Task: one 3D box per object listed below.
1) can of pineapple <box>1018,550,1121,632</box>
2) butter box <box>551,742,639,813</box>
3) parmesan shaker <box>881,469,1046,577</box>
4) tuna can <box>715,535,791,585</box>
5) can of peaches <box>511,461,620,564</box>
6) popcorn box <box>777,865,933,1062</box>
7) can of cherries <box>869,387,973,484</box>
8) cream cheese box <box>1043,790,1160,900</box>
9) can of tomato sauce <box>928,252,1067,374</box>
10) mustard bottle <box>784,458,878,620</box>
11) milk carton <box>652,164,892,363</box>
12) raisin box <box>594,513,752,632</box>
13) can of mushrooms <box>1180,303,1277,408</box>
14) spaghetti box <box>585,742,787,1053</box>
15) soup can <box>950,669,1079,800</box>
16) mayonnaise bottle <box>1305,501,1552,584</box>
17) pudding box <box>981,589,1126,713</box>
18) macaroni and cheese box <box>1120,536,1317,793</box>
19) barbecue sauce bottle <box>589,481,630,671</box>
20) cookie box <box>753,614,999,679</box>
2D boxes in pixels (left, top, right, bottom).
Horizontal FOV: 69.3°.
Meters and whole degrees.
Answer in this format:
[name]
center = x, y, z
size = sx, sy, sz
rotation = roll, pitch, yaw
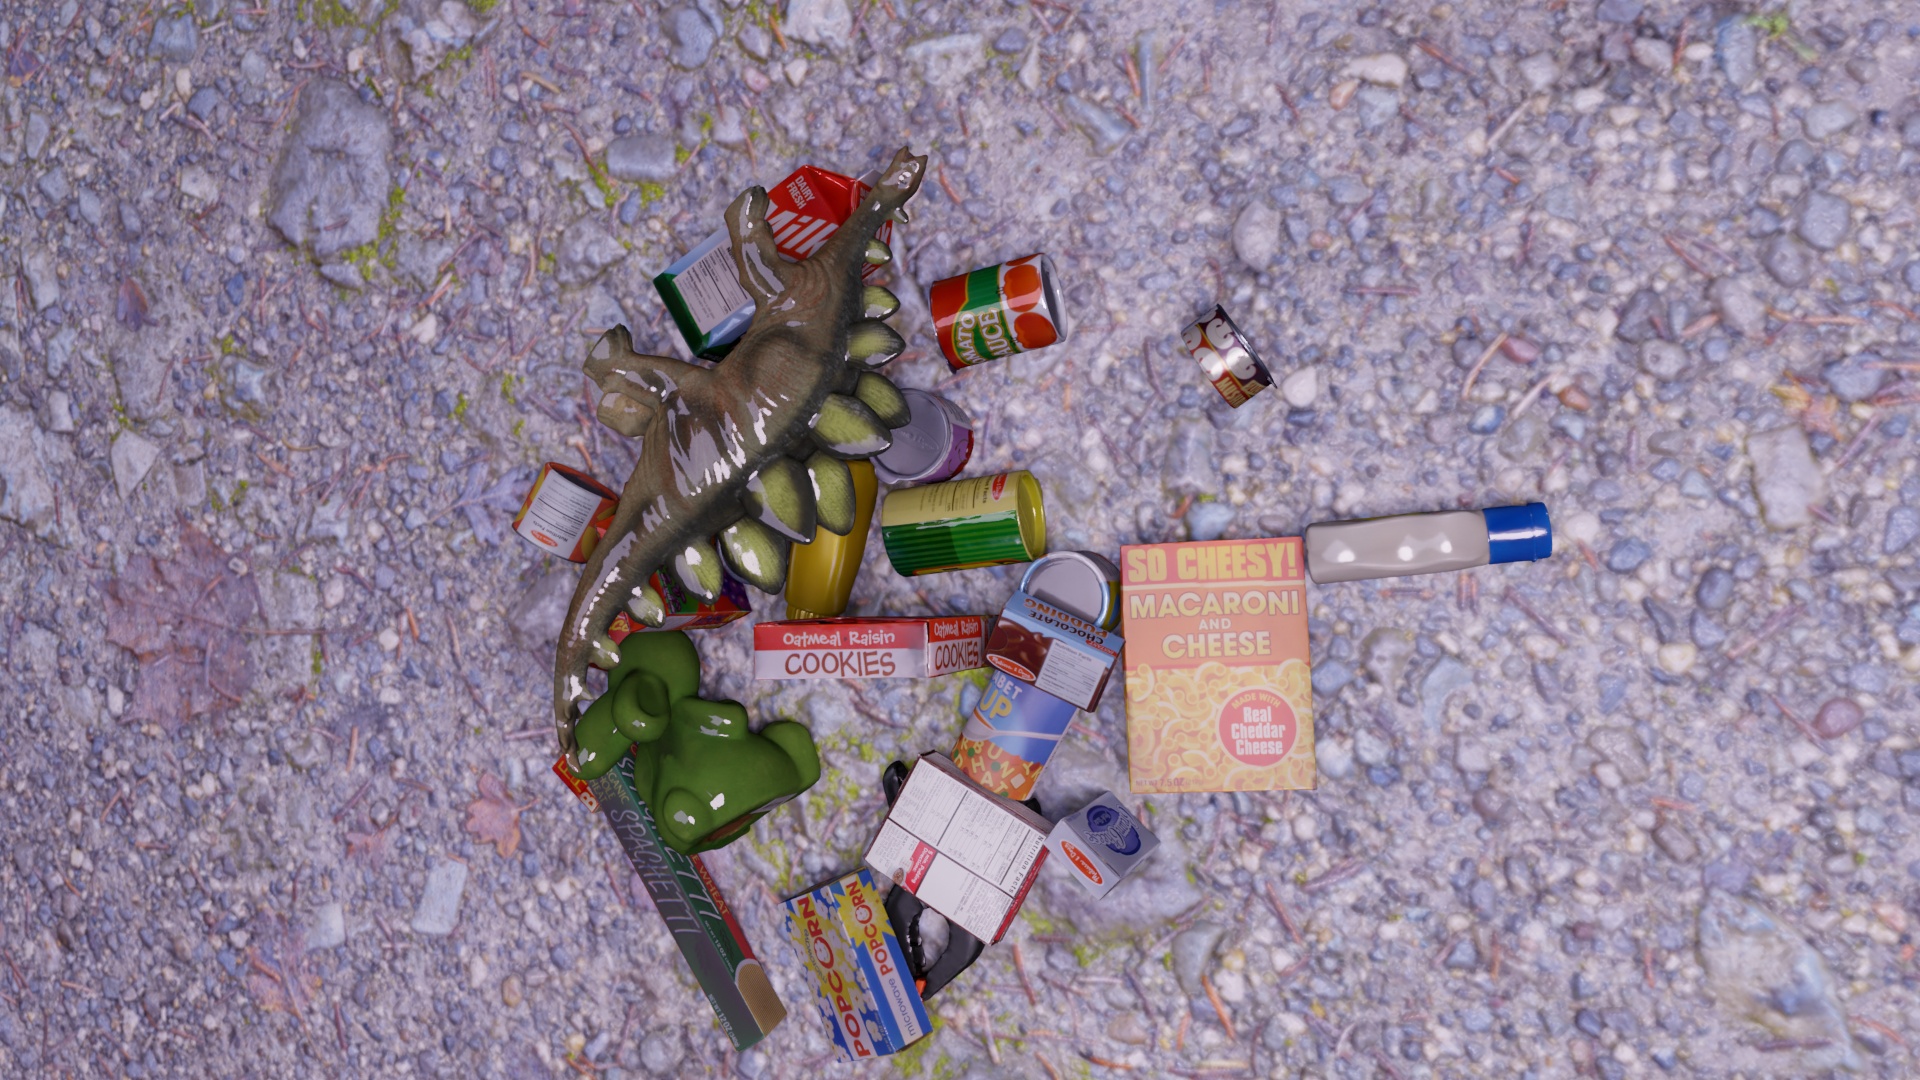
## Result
[can of pineapple]
center = 0.078, 0.041, 0.971
size = 0.071, 0.058, 0.071
rotation = -1, 88, 19
[butter box]
center = -0.275, 0.163, 1.106
size = 0.053, 0.024, 0.103
rotation = 43, 102, 14
[parmesan shaker]
center = 0.004, -0.013, 0.997
size = 0.103, 0.071, 0.071
rotation = -8, 86, 20
[tuna can]
center = -0.150, 0.003, 1.064
size = 0.071, 0.033, 0.071
rotation = -1, 88, 19
[can of peaches]
center = -0.313, -0.023, 1.105
size = 0.071, 0.071, 0.058
rotation = 31, 95, 17
[popcorn box]
center = -0.078, 0.309, 1.006
size = 0.085, 0.038, 0.127
rotation = -35, 75, 50
[can of cherries]
center = -0.031, -0.073, 1.013
size = 0.071, 0.058, 0.071
rotation = 0, 89, 18
[cream cheese box]
center = 0.097, 0.203, 0.935
size = 0.053, 0.104, 0.024
rotation = 45, 107, 16
[can of tomato sauce]
center = 0.028, -0.162, 0.991
size = 0.083, 0.071, 0.071
rotation = -12, 84, 18
[mustard bottle]
center = -0.101, 0.014, 1.033
size = 0.049, 0.065, 0.160
rotation = 15, 97, 15
[milk carton]
center = -0.127, -0.214, 1.045
size = 0.190, 0.072, 0.073
rotation = -33, 79, 16
[raisin box]
center = -0.212, 0.023, 1.037
size = 0.040, 0.123, 0.086
rotation = -24, 80, 17
[can of mushrooms]
center = 0.181, -0.122, 0.937
size = 0.033, 0.071, 0.071
rotation = -35, 78, 16
[spaghetti box]
center = -0.211, 0.265, 1.053
size = 0.028, 0.050, 0.250
rotation = -32, 84, 12
[soup can]
center = 0.038, 0.129, 0.976
size = 0.071, 0.071, 0.083
rotation = 31, 98, 17
[mayonnaise bottle]
center = 0.300, 0.001, 0.896
size = 0.148, 0.065, 0.041
rotation = -7, 82, 15
[pudding box]
center = 0.062, 0.074, 0.928
size = 0.084, 0.030, 0.049
rotation = 24, 121, 9
[macaroni and cheese box]
center = 0.172, 0.084, 0.937
size = 0.124, 0.040, 0.166
rotation = -3, 87, 7
[barbecue sauce bottle]
center = -0.260, 0.029, 1.096
size = 0.065, 0.044, 0.148
rotation = 12, 91, 23
[cookie box]
center = -0.050, 0.071, 0.956
size = 0.123, 0.167, 0.040
rotation = -3, 87, 19
